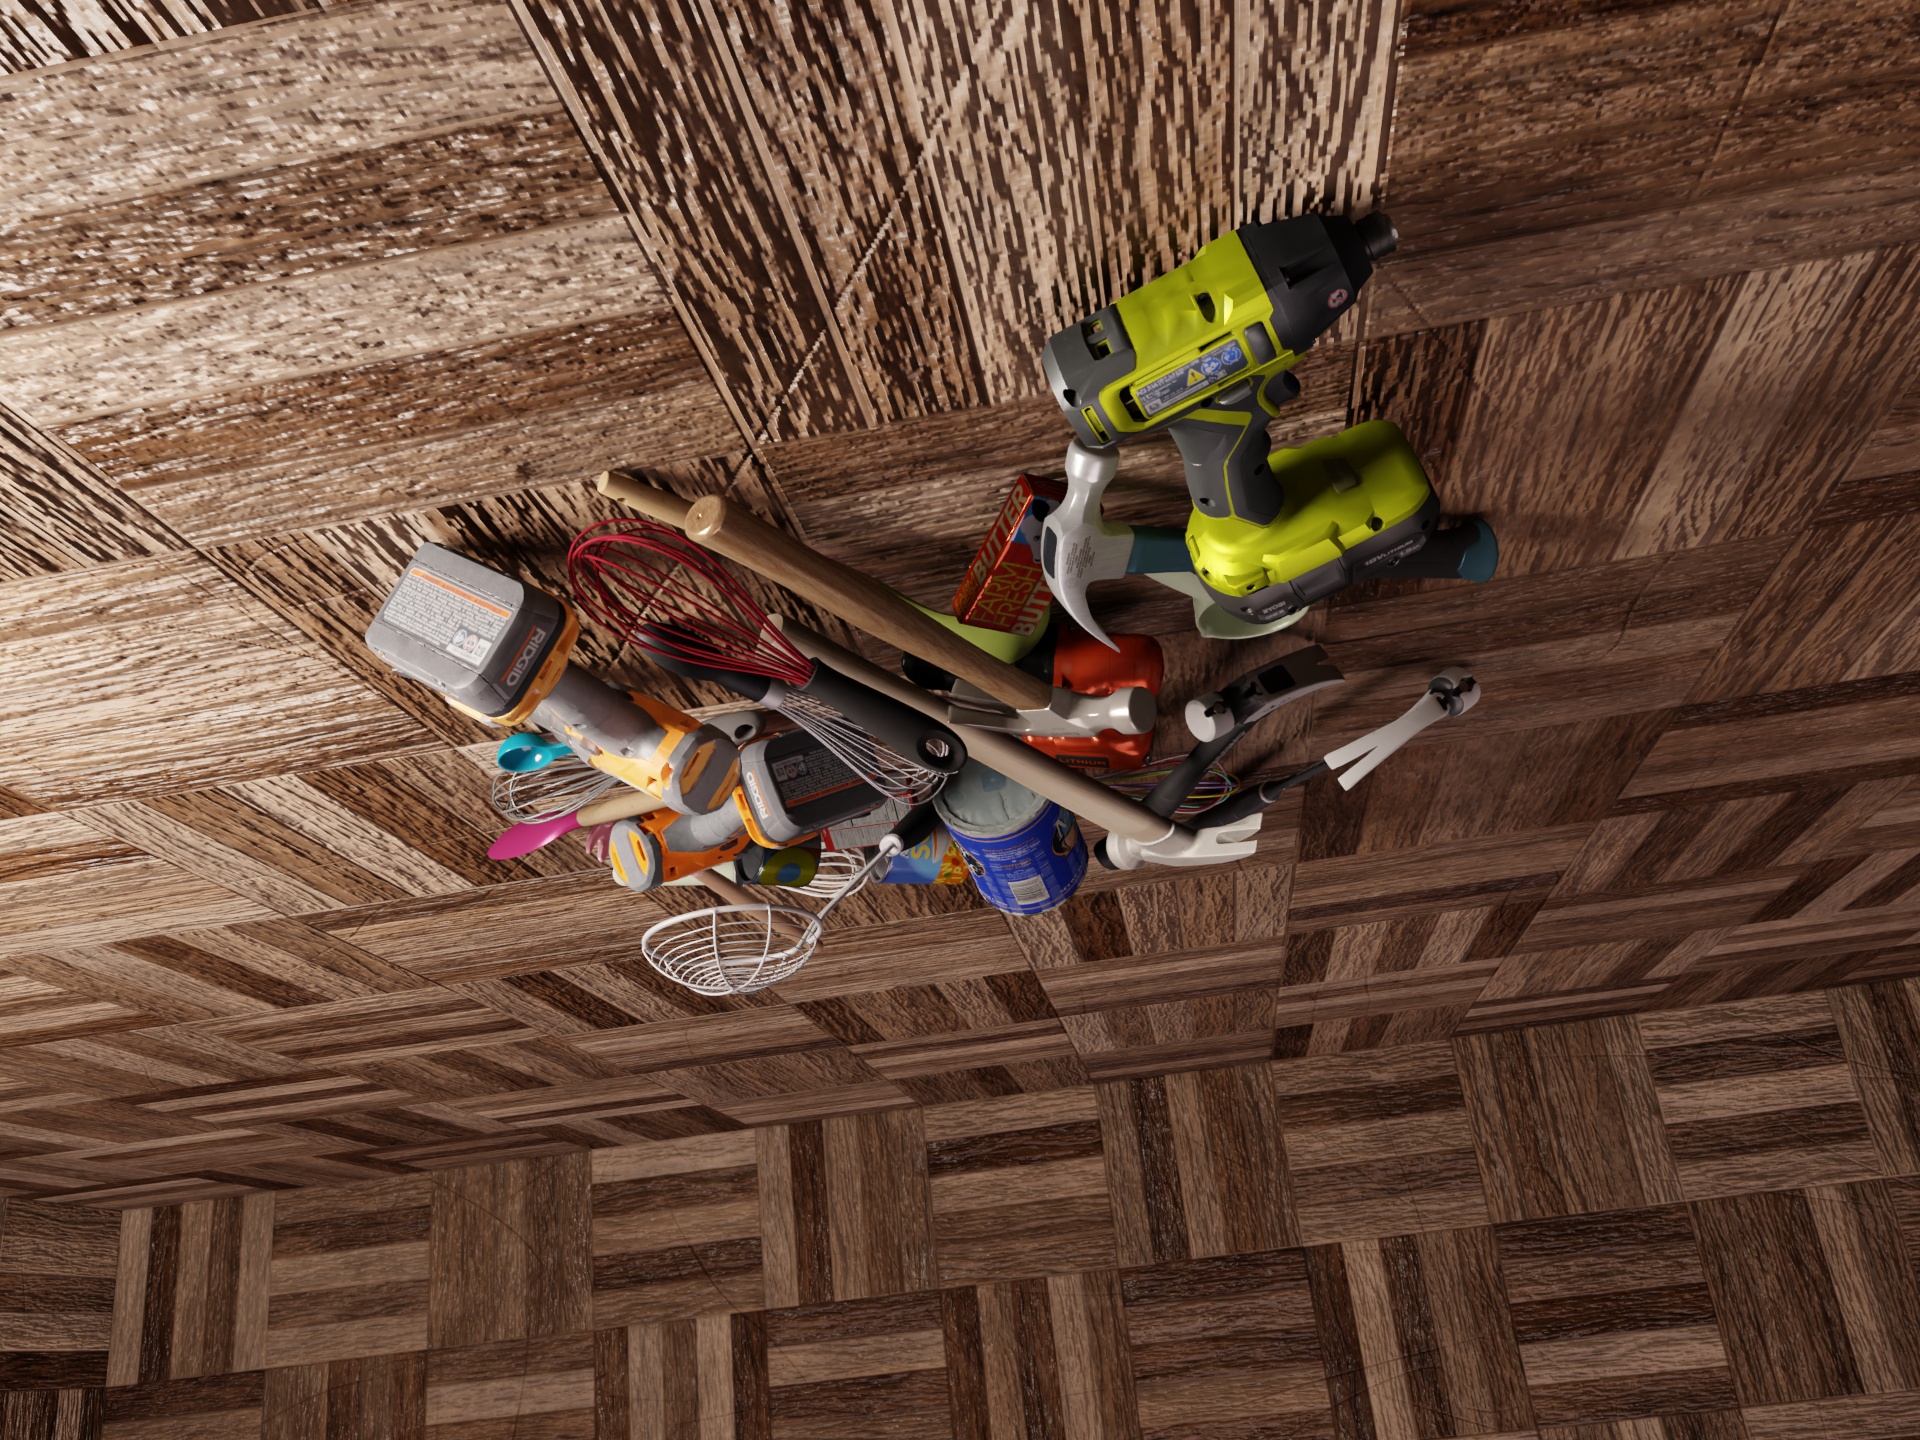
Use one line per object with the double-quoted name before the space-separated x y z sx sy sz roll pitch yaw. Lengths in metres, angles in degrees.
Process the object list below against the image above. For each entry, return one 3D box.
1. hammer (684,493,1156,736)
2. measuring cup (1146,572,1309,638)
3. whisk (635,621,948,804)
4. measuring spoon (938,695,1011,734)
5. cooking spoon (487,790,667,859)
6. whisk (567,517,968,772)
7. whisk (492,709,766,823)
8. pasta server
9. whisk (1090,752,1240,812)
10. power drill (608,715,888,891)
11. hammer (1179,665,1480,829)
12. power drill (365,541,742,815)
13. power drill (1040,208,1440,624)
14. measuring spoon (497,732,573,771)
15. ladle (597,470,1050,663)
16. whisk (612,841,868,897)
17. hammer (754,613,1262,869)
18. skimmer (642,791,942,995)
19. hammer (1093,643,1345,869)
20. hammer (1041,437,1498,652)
"hammer" -0.030 -0.053 0.954 0.130 0.031 0.331 -5 156 44
"measuring cup" 0.162 -0.098 1.040 0.083 0.038 0.167 -25 149 39
"whisk" -0.111 -0.010 1.137 0.284 0.070 0.070 26 142 -37
"measuring spoon" -0.002 -0.004 1.245 0.124 0.018 0.034 10 153 -33
"cooking spoon" -0.286 0.073 1.267 0.319 0.017 0.069 -14 -157 43
"whisk" -0.111 -0.038 0.989 0.295 0.073 0.073 30 142 -28
"whisk" -0.259 0.032 1.236 0.239 0.055 0.055 -18 156 14
"pasta server" -0.225 0.155 1.466 0.060 0.040 0.315 -28 137 20
"whisk" 0.125 0.057 1.404 0.245 0.047 0.051 -1 145 -2
"power drill" -0.161 0.068 1.278 0.164 0.084 0.226 -18 175 -45
"hammer" 0.280 0.062 1.406 0.149 0.036 0.409 -30 175 -29
"power drill" -0.262 -0.025 1.000 0.185 0.084 0.226 23 169 34
"power drill" 0.162 -0.154 0.820 0.171 0.080 0.223 -25 143 15
"measuring spoon" -0.290 0.010 1.213 0.128 0.021 0.042 -15 154 -3
"ladle" -0.074 -0.100 0.978 0.320 0.062 0.078 20 158 -34
"whisk" -0.207 0.144 1.520 0.246 0.059 0.057 0 113 -5
"hammer" 0.035 0.021 1.134 0.410 0.038 0.146 27 156 -32
"skimmer" -0.100 0.103 1.238 0.127 0.090 0.363 -30 -173 38
"hammer" 0.186 0.043 1.286 0.146 0.035 0.334 -24 162 -27
"hammer" 0.201 -0.106 0.988 0.331 0.033 0.128 -2 124 -24
